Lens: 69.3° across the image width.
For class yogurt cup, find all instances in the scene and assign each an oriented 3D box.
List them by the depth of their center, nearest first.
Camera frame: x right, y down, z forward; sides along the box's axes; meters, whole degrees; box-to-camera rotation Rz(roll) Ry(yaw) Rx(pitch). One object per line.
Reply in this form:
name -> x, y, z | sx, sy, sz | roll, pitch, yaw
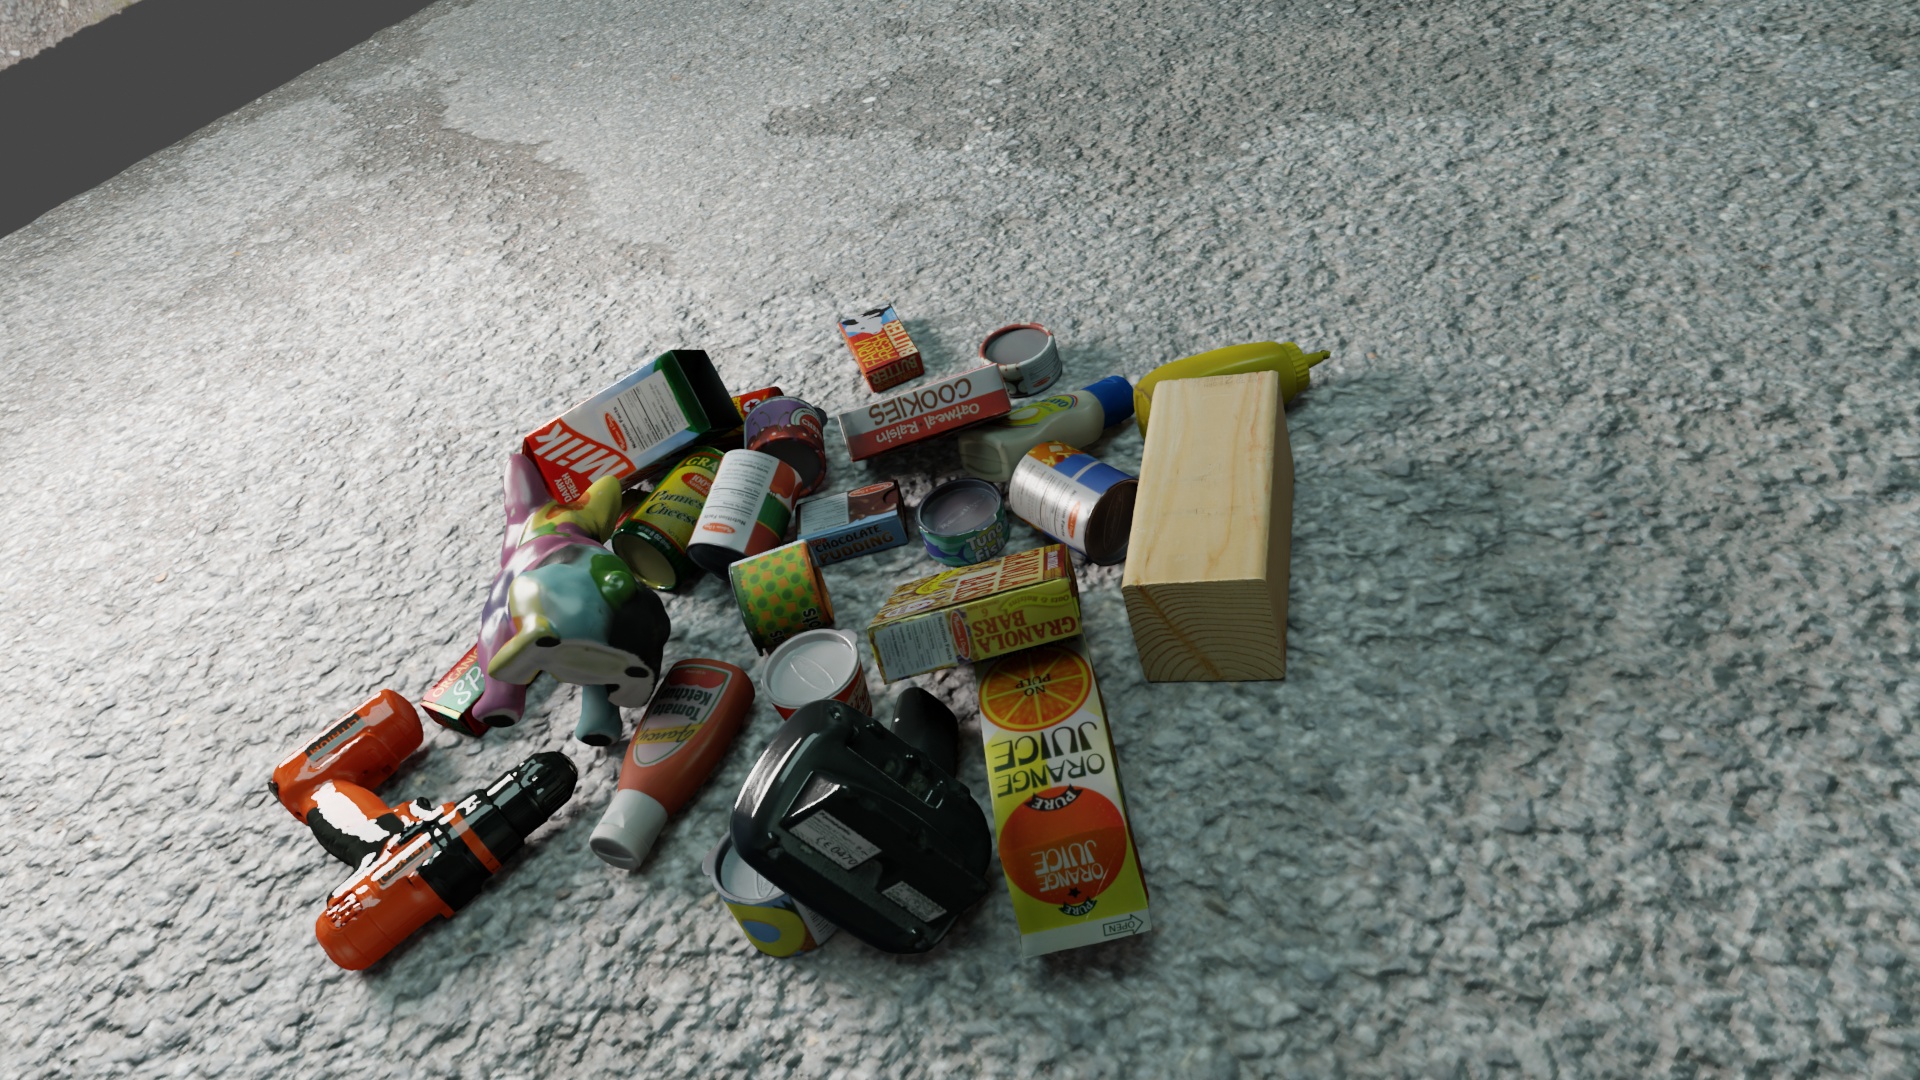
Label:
yogurt cup -> -0.092, 0.101, 0.921 | 0.072, 0.053, 0.073 | -11, 40, 9

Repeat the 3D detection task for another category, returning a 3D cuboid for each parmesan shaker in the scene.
parmesan shaker -> -0.216, -0.016, 1.098 | 0.071, 0.071, 0.103 | 10, 48, 31

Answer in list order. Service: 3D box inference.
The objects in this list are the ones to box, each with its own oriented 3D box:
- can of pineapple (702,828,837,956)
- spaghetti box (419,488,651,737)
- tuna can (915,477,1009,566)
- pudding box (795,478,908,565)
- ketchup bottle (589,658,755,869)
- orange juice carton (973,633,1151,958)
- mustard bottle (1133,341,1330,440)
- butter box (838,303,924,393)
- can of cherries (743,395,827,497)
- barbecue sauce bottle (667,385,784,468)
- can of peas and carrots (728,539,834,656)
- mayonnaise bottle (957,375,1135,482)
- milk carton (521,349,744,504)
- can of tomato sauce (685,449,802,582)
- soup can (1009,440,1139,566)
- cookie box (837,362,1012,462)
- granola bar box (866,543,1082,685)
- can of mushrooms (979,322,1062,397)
can of pineapple -> -0.106, 0.199, 0.809 | 0.071, 0.057, 0.071 | -11, 40, 9
spaghetti box -> -0.315, 0.051, 1.085 | 0.050, 0.028, 0.251 | 11, 48, 31
tuna can -> 0.004, -0.013, 1.032 | 0.071, 0.032, 0.071 | -11, 40, 9
pudding box -> -0.084, -0.013, 1.069 | 0.084, 0.030, 0.050 | -15, 38, 4
ketchup bottle -> -0.193, 0.146, 0.917 | 0.065, 0.043, 0.149 | 2, 44, 23
orange juice carton -> 0.057, 0.148, 0.793 | 0.072, 0.072, 0.194 | -14, 40, 6
mustard bottle -> 0.211, -0.118, 1.051 | 0.160, 0.065, 0.049 | -21, 35, -9
butter box -> -0.072, -0.175, 1.256 | 0.053, 0.024, 0.104 | -22, 39, -5
can of cherries -> -0.141, -0.076, 1.135 | 0.071, 0.071, 0.059 | -16, 39, 3
barbecue sauce bottle -> -0.222, -0.089, 1.199 | 0.148, 0.043, 0.065 | -13, 46, 7
can of peas and carrots -> -0.127, 0.041, 0.997 | 0.059, 0.070, 0.071 | -19, 39, -1
mayonnaise bottle -> 0.071, -0.088, 1.061 | 0.149, 0.041, 0.065 | -26, 26, -33
milk carton -> -0.285, -0.082, 1.148 | 0.190, 0.073, 0.072 | -27, 1, 14
can of tomato sauce -> -0.163, -0.017, 1.059 | 0.071, 0.071, 0.083 | 4, 63, 26
soup can -> 0.088, -0.028, 0.993 | 0.071, 0.071, 0.084 | -37, 42, -21
cookie box -> -0.028, -0.099, 1.077 | 0.123, 0.040, 0.167 | -19, 6, 0
granola bar box -> 0.014, 0.042, 0.893 | 0.124, 0.039, 0.166 | -15, 6, 5
can of mushrooms -> 0.049, -0.154, 1.178 | 0.071, 0.033, 0.071 | -11, 41, 10
